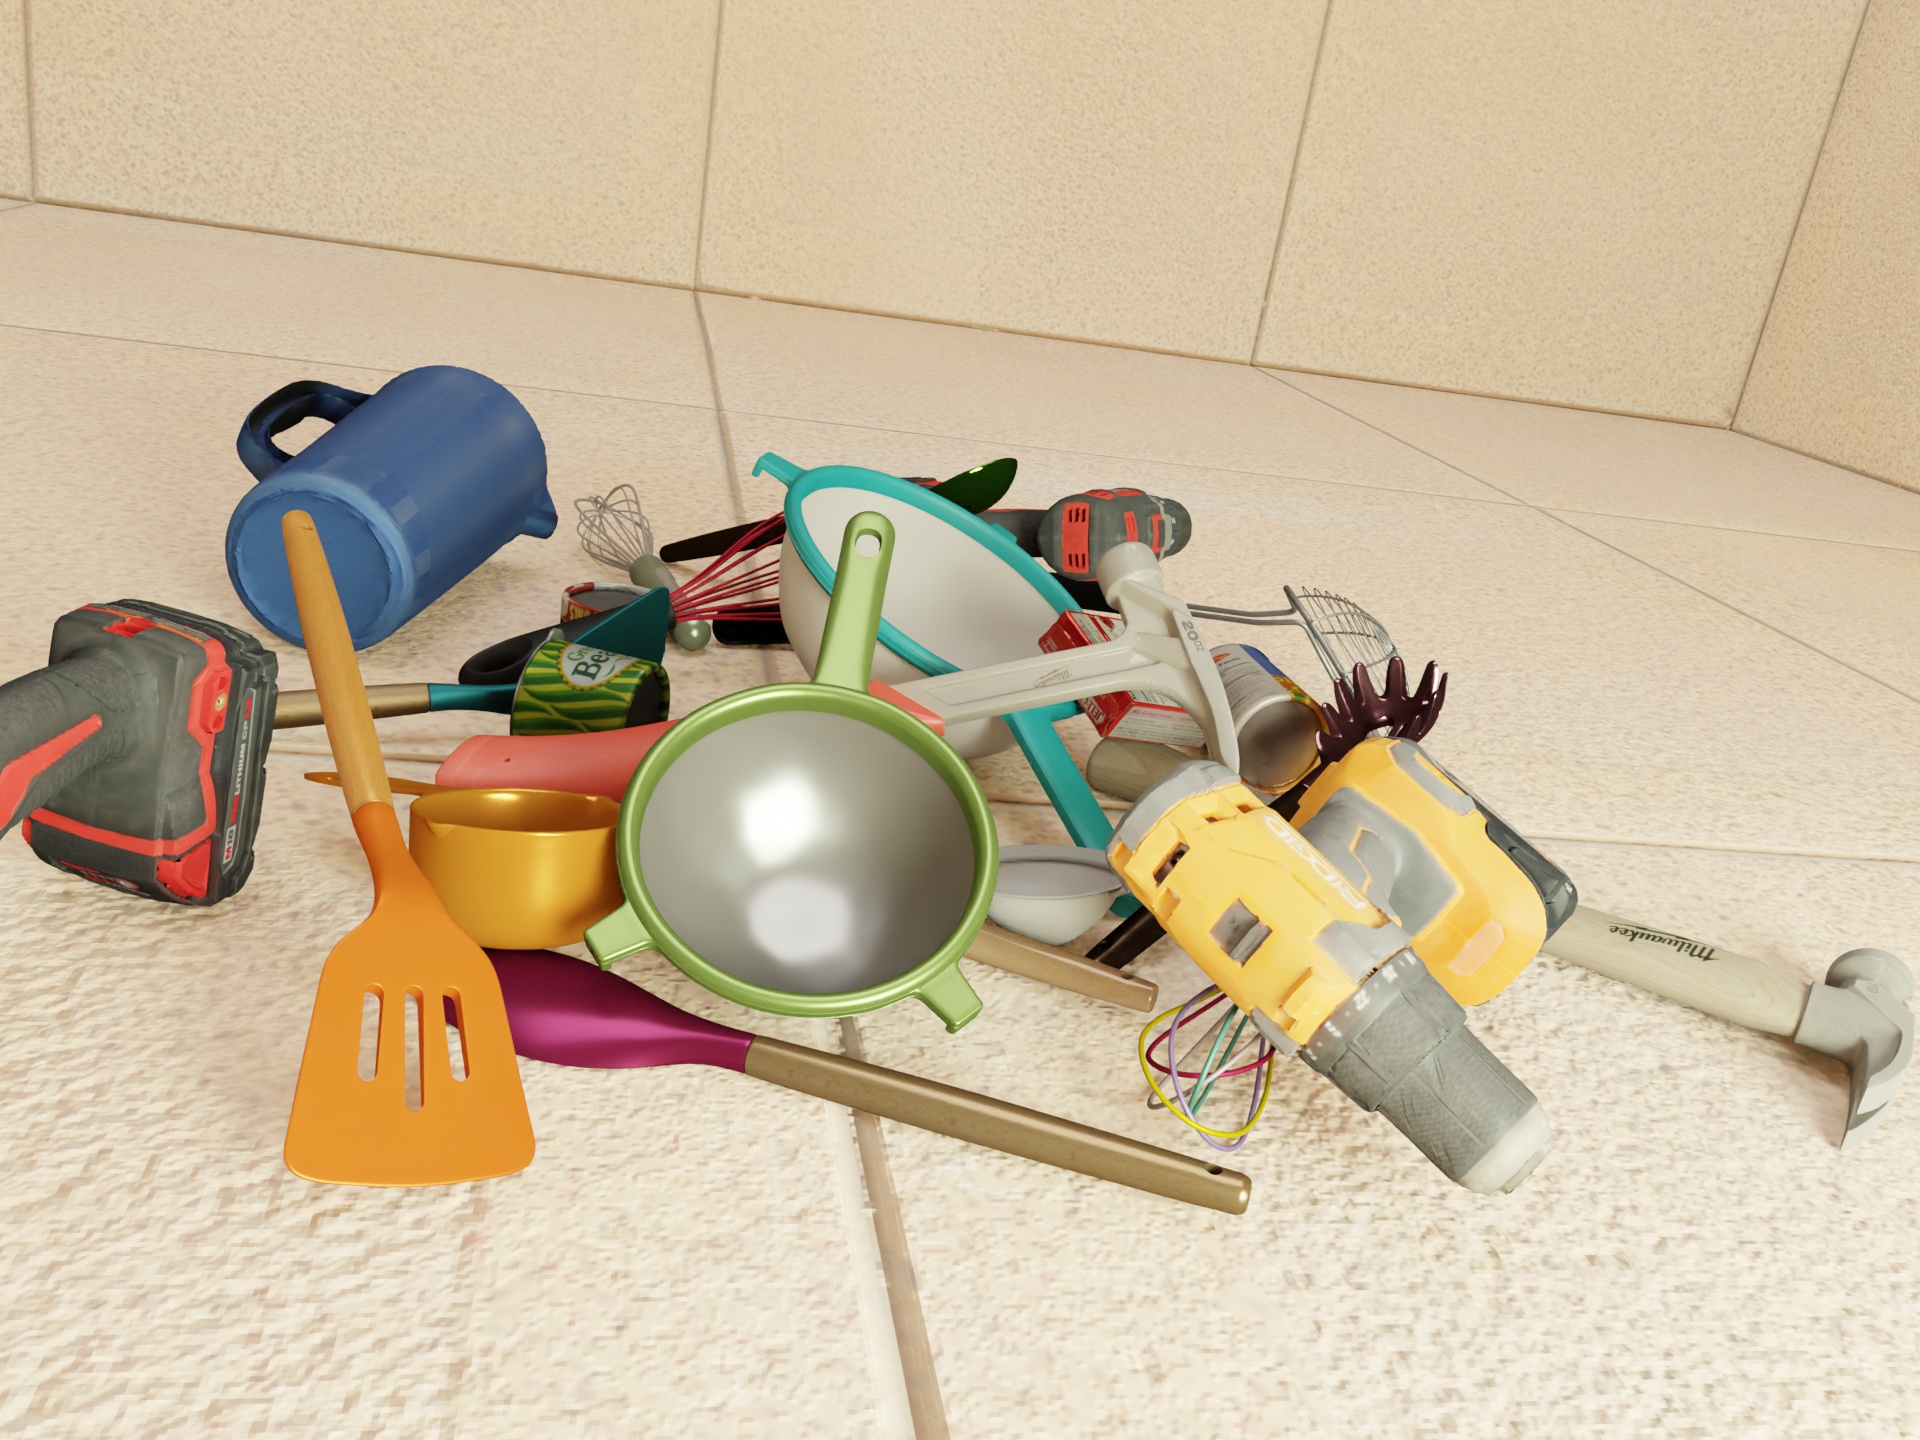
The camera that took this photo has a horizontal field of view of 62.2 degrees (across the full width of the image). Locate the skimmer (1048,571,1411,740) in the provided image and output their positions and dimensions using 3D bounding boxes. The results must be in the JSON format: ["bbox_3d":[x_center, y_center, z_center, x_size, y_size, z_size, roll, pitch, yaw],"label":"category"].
[{"bbox_3d":[0.147,-0.054,1.093,0.363,0.127,0.090,13,61,44],"label":"skimmer"}]

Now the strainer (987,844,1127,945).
[{"bbox_3d":[-0.023,0.063,0.738,0.258,0.050,0.087,12,14,24],"label":"strainer"}]

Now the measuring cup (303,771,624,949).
[{"bbox_3d":[-0.214,0.055,0.662,0.174,0.052,0.095,7,7,29],"label":"measuring cup"}]

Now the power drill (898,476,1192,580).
[{"bbox_3d":[0.045,-0.135,1.135,0.227,0.080,0.188,4,10,27],"label":"power drill"}]

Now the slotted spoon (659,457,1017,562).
[{"bbox_3d":[-0.093,-0.136,1.085,0.314,0.031,0.070,-6,7,36],"label":"slotted spoon"}]

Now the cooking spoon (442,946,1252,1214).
[{"bbox_3d":[-0.052,0.128,0.580,0.319,0.017,0.069,13,21,13],"label":"cooking spoon"}]

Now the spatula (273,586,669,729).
[{"bbox_3d":[-0.300,-0.016,0.812,0.317,0.082,0.044,-6,47,-25],"label":"spatula"}]

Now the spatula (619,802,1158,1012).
[{"bbox_3d":[-0.063,0.076,0.713,0.316,0.018,0.060,16,24,19],"label":"spatula"}]

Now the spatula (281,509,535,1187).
[{"bbox_3d":[-0.225,0.025,0.588,0.081,0.041,0.323,10,35,-39],"label":"spatula"}]

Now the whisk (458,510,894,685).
[{"bbox_3d":[-0.158,-0.072,0.948,0.296,0.073,0.073,-24,35,-30],"label":"whisk"}]

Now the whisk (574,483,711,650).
[{"bbox_3d":[-0.217,-0.106,1.091,0.057,0.059,0.247,29,10,-37],"label":"whisk"}]

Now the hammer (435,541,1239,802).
[{"bbox_3d":[-0.057,0.009,0.738,0.359,0.036,0.149,-12,54,-7],"label":"hammer"}]

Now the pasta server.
[{"bbox_3d":[0.155,0.042,0.788,0.060,0.040,0.316,10,29,41],"label":"pasta server"}]

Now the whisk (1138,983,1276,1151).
[{"bbox_3d":[0.124,0.110,0.674,0.047,0.051,0.245,11,17,21],"label":"whisk"}]

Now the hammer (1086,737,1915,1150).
[{"bbox_3d":[0.244,0.088,0.792,0.411,0.038,0.146,20,24,27],"label":"hammer"}]

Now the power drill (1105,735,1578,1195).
[{"bbox_3d":[0.177,0.088,0.640,0.185,0.084,0.226,45,26,23],"label":"power drill"}]

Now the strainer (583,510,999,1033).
[{"bbox_3d":[-0.058,0.021,0.680,0.151,0.069,0.257,11,52,-4],"label":"strainer"}]

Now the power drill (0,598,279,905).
[{"bbox_3d":[-0.331,0.039,0.541,0.078,0.143,0.220,15,15,4],"label":"power drill"}]

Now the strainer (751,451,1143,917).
[{"bbox_3d":[-0.001,-0.003,0.870,0.210,0.095,0.341,12,36,-39],"label":"strainer"}]
